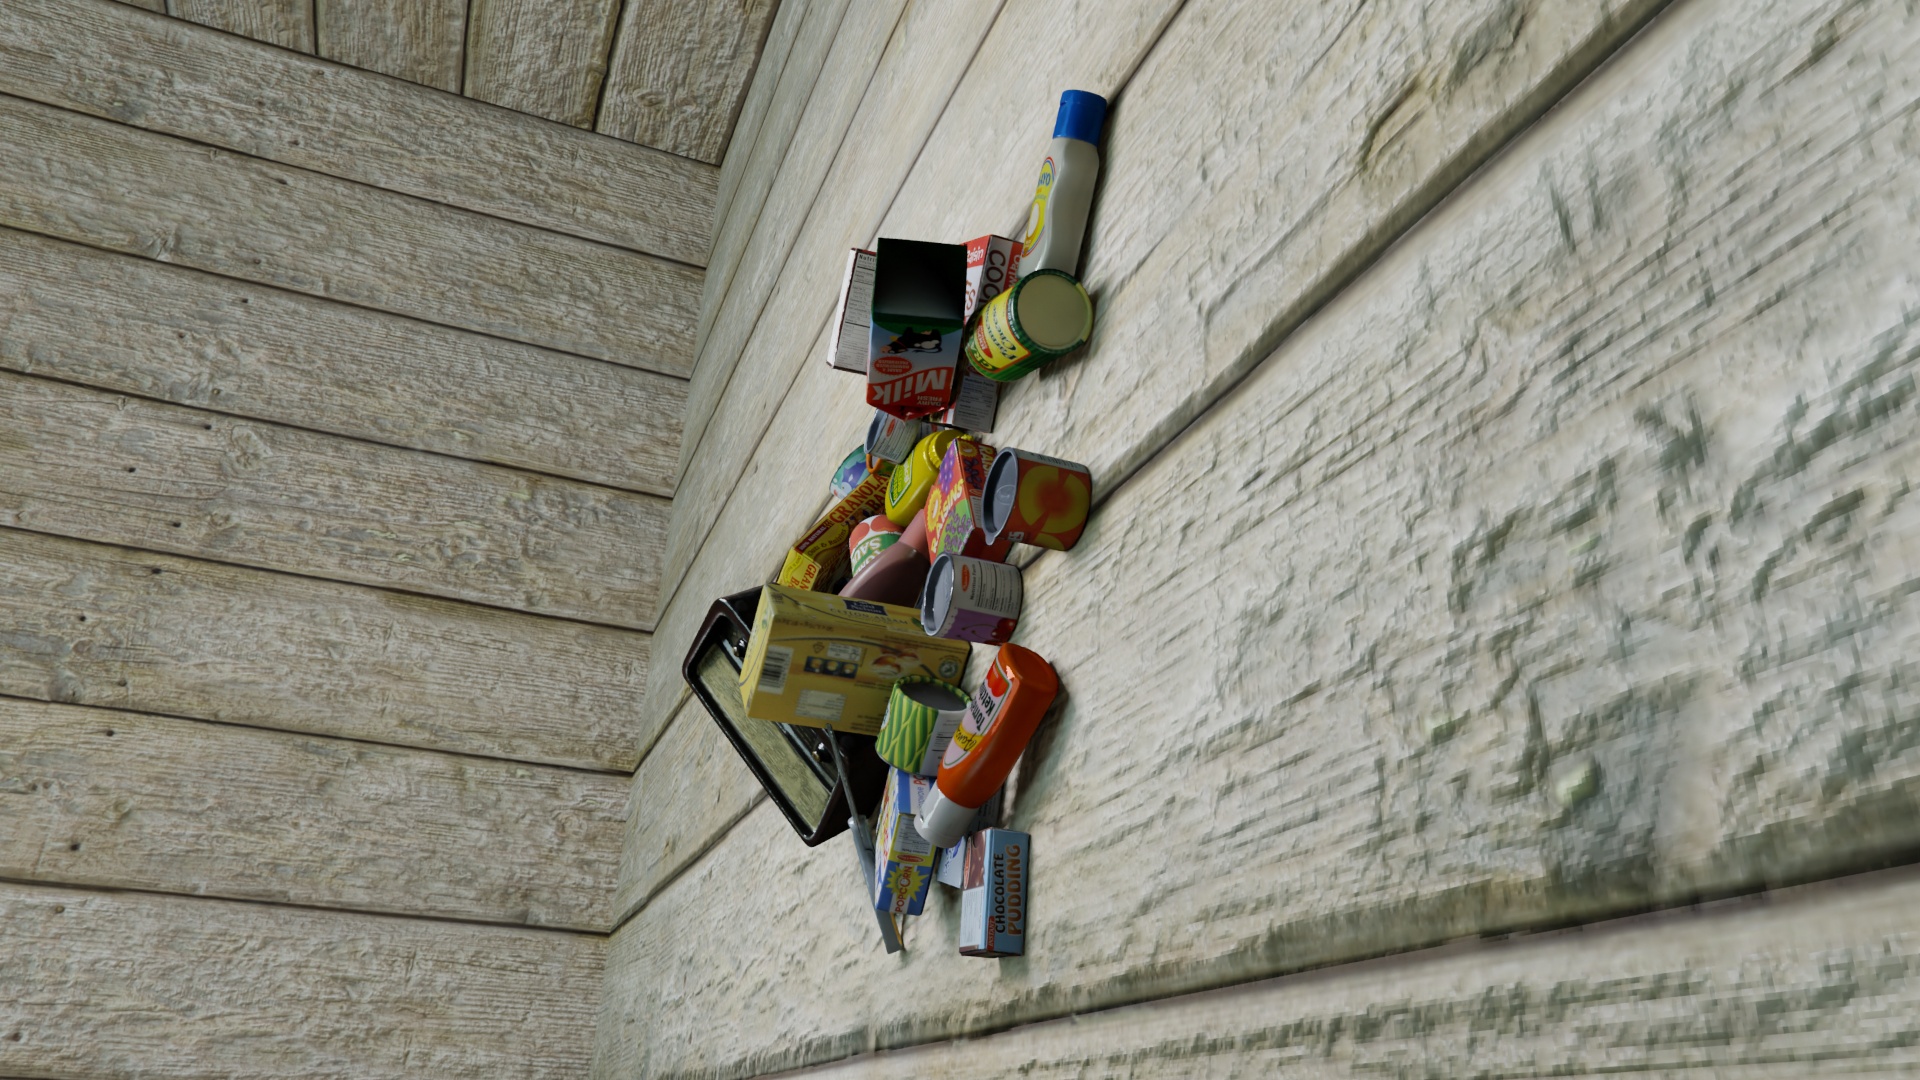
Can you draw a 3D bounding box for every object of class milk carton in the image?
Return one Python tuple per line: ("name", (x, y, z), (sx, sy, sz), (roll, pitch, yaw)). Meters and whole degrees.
("milk carton", (-0.040, -0.167, 1.156), (0.189, 0.073, 0.072), (105, 168, -68))

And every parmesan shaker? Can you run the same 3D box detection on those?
("parmesan shaker", (0.050, -0.166, 1.062), (0.103, 0.071, 0.071), (164, 116, -70))

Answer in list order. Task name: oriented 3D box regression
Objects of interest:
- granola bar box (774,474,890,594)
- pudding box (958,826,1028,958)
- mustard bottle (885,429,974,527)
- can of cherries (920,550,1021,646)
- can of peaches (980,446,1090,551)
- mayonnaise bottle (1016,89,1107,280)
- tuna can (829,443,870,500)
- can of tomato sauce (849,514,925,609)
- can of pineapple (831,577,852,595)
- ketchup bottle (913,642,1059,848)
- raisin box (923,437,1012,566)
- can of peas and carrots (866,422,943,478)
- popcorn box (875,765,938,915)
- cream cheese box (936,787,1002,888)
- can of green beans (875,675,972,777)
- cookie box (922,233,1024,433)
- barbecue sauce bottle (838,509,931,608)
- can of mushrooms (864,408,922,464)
("granola bar box", (-0.130, 0.017, 1.397), (0.166, 0.039, 0.123), (-48, -11, -49))
("pudding box", (0.023, 0.243, 0.956), (0.049, 0.030, 0.084), (137, 141, -62))
("mustard bottle", (-0.023, -0.063, 1.247), (0.159, 0.049, 0.065), (135, 143, -59))
("can of cherries", (0.008, 0.046, 1.076), (0.071, 0.058, 0.071), (-168, 89, -71))
("can of peaches", (0.053, -0.027, 0.987), (0.071, 0.058, 0.071), (-168, 89, -71))
("mayonnaise bottle", (0.080, -0.272, 1.080), (0.065, 0.041, 0.148), (-155, 77, -73))
("tuna can", (-0.103, -0.069, 1.464), (0.071, 0.033, 0.071), (-48, -13, -15))
("can of tomato sauce", (-0.070, 0.025, 1.300), (0.083, 0.071, 0.070), (-102, 30, -52))
("can of pineapple", (-0.094, 0.072, 1.361), (0.071, 0.058, 0.071), (-167, 89, -71))
("ketchup bottle", (0.016, 0.148, 0.975), (0.148, 0.043, 0.065), (-62, 19, 17))
("raisin box", (0.004, -0.014, 1.153), (0.124, 0.040, 0.085), (-100, 27, -49))
("can of peas and carrots", (-0.055, -0.089, 1.341), (0.071, 0.059, 0.071), (-167, 89, -72))
("popcorn box", (-0.041, 0.226, 1.100), (0.127, 0.038, 0.085), (-100, 21, -73))
("cream cheese box", (0.008, 0.205, 1.032), (0.053, 0.024, 0.104), (162, 118, -68))
("can of green beans", (-0.029, 0.147, 1.108), (0.071, 0.071, 0.057), (-125, 49, -65))
("cookie box", (0.008, -0.183, 1.242), (0.123, 0.040, 0.167), (-160, 82, -72))
("barbecue sauce bottle", (-0.062, 0.041, 1.222), (0.149, 0.065, 0.043), (-54, 22, -13))
("can of mushrooms", (-0.061, -0.106, 1.270), (0.071, 0.033, 0.071), (-158, 89, -76))
